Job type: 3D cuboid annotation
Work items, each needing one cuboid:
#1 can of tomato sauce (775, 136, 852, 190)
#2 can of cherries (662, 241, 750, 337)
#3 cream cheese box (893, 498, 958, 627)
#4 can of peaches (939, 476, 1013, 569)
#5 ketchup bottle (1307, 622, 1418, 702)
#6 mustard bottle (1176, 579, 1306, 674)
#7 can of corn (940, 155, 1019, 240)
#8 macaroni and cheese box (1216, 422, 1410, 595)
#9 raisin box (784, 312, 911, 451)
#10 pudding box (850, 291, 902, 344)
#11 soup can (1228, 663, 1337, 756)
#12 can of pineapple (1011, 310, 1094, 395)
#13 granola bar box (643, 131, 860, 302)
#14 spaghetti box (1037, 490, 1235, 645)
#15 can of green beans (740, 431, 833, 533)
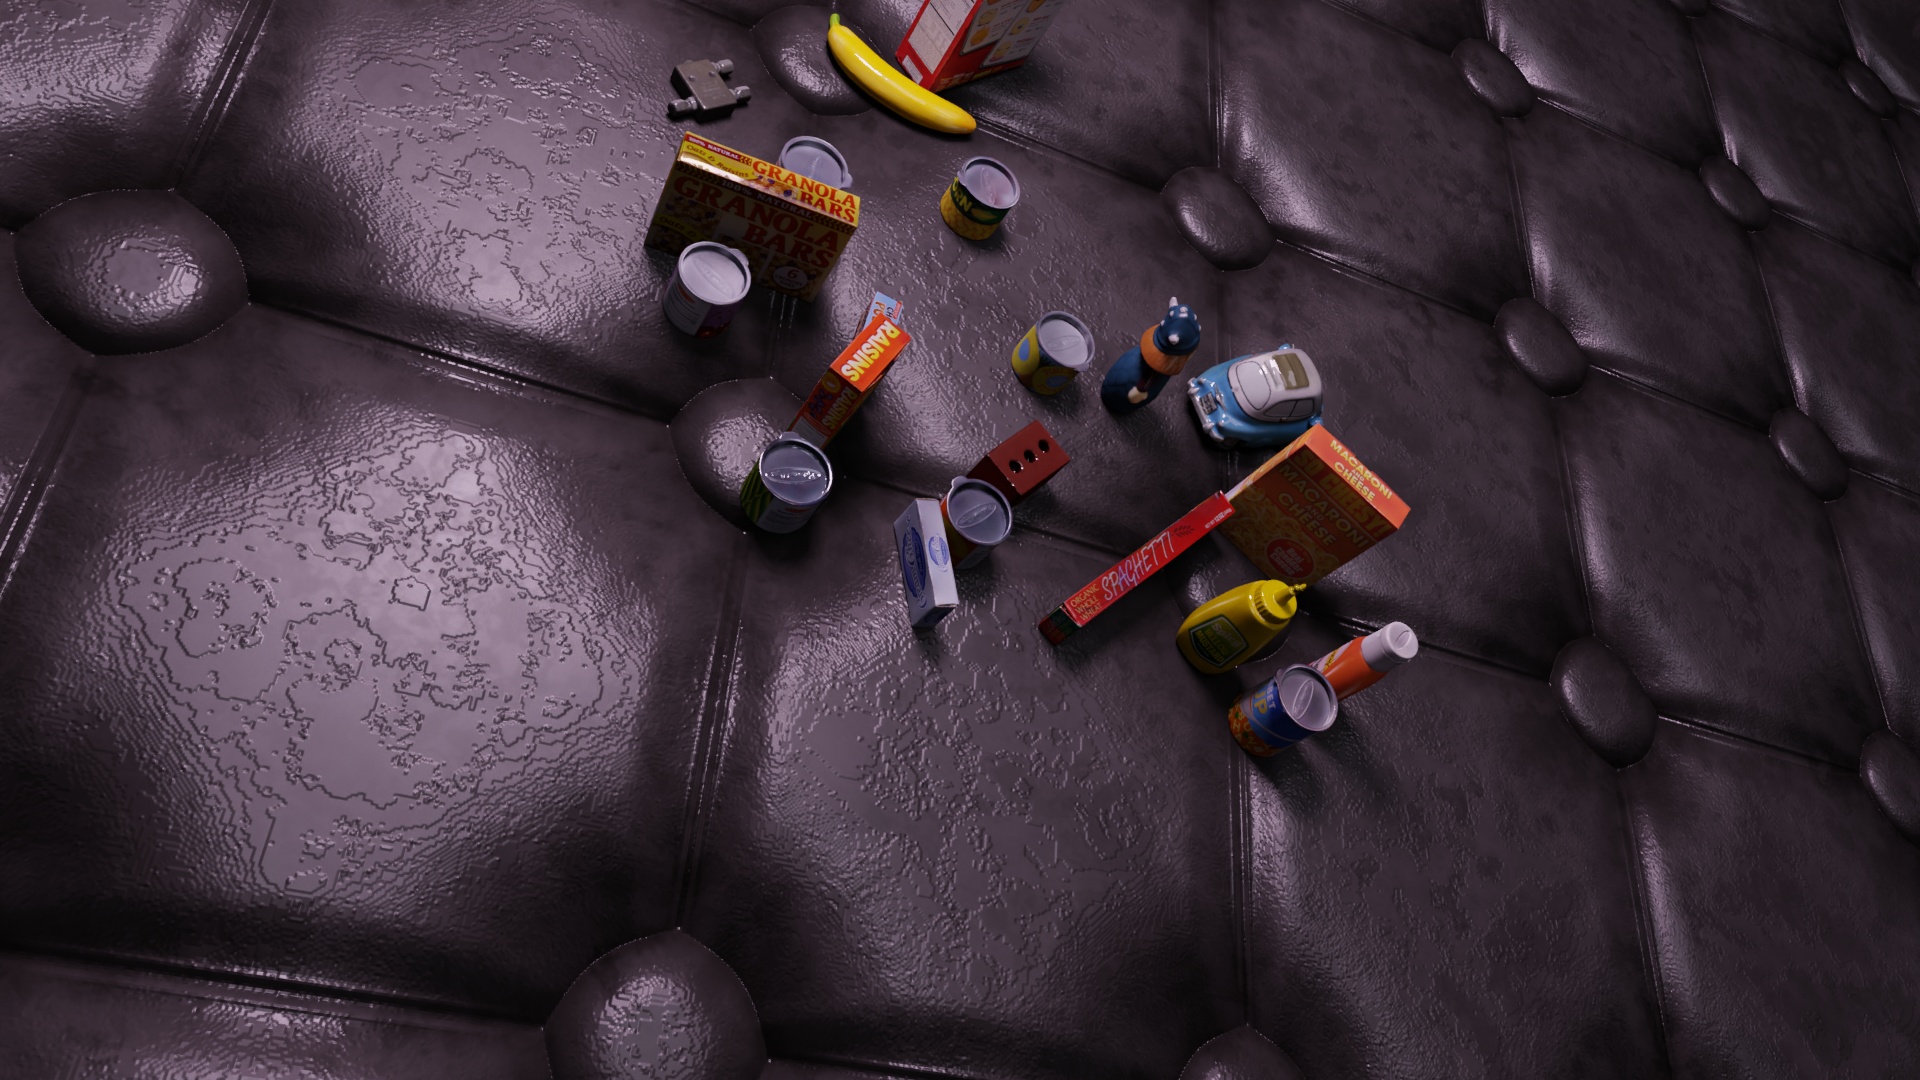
[{"bbox_3d":[-0.151,-0.334,1.332,0.071,0.082,0.071,12,60,-22],"label":"can of tomato sauce"},{"bbox_3d":[-0.227,-0.226,1.250,0.071,0.058,0.072,12,60,-22],"label":"can of cherries"},{"bbox_3d":[-0.031,0.020,1.224,0.024,0.053,0.104,1,64,-27],"label":"cream cheese box"},{"bbox_3d":[0.004,-0.016,1.259,0.071,0.057,0.071,12,60,-22],"label":"can of peaches"},{"bbox_3d":[0.372,0.122,1.321,0.043,0.148,0.065,48,53,2],"label":"ketchup bottle"},{"bbox_3d":[0.264,0.072,1.284,0.065,0.159,0.049,49,54,3],"label":"mustard bottle"},{"bbox_3d":[0.017,-0.356,1.447,0.071,0.058,0.071,12,60,-22],"label":"can of corn"},{"bbox_3d":[0.341,-0.028,1.374,0.124,0.165,0.040,43,53,-2],"label":"macaroni and cheese box"},{"bbox_3d":[-0.100,-0.135,1.227,0.040,0.123,0.086,40,54,-4],"label":"raisin box"},{"bbox_3d":[-0.084,-0.187,1.309,0.030,0.049,0.084,25,56,-14],"label":"pudding box"},{"bbox_3d":[0.299,0.159,1.304,0.071,0.083,0.071,12,60,-22],"label":"soup can"},{"bbox_3d":[0.093,-0.186,1.396,0.071,0.057,0.071,12,60,-22],"label":"can of pineapple"},{"bbox_3d":[-0.190,-0.291,1.263,0.165,0.123,0.039,17,58,-19],"label":"granola bar box"},{"bbox_3d":[0.172,0.024,1.330,0.251,0.050,0.029,-33,83,-36],"label":"spaghetti box"},{"bbox_3d":[-0.150,-0.047,1.195,0.071,0.057,0.071,12,60,-22],"label":"can of green beans"}]
